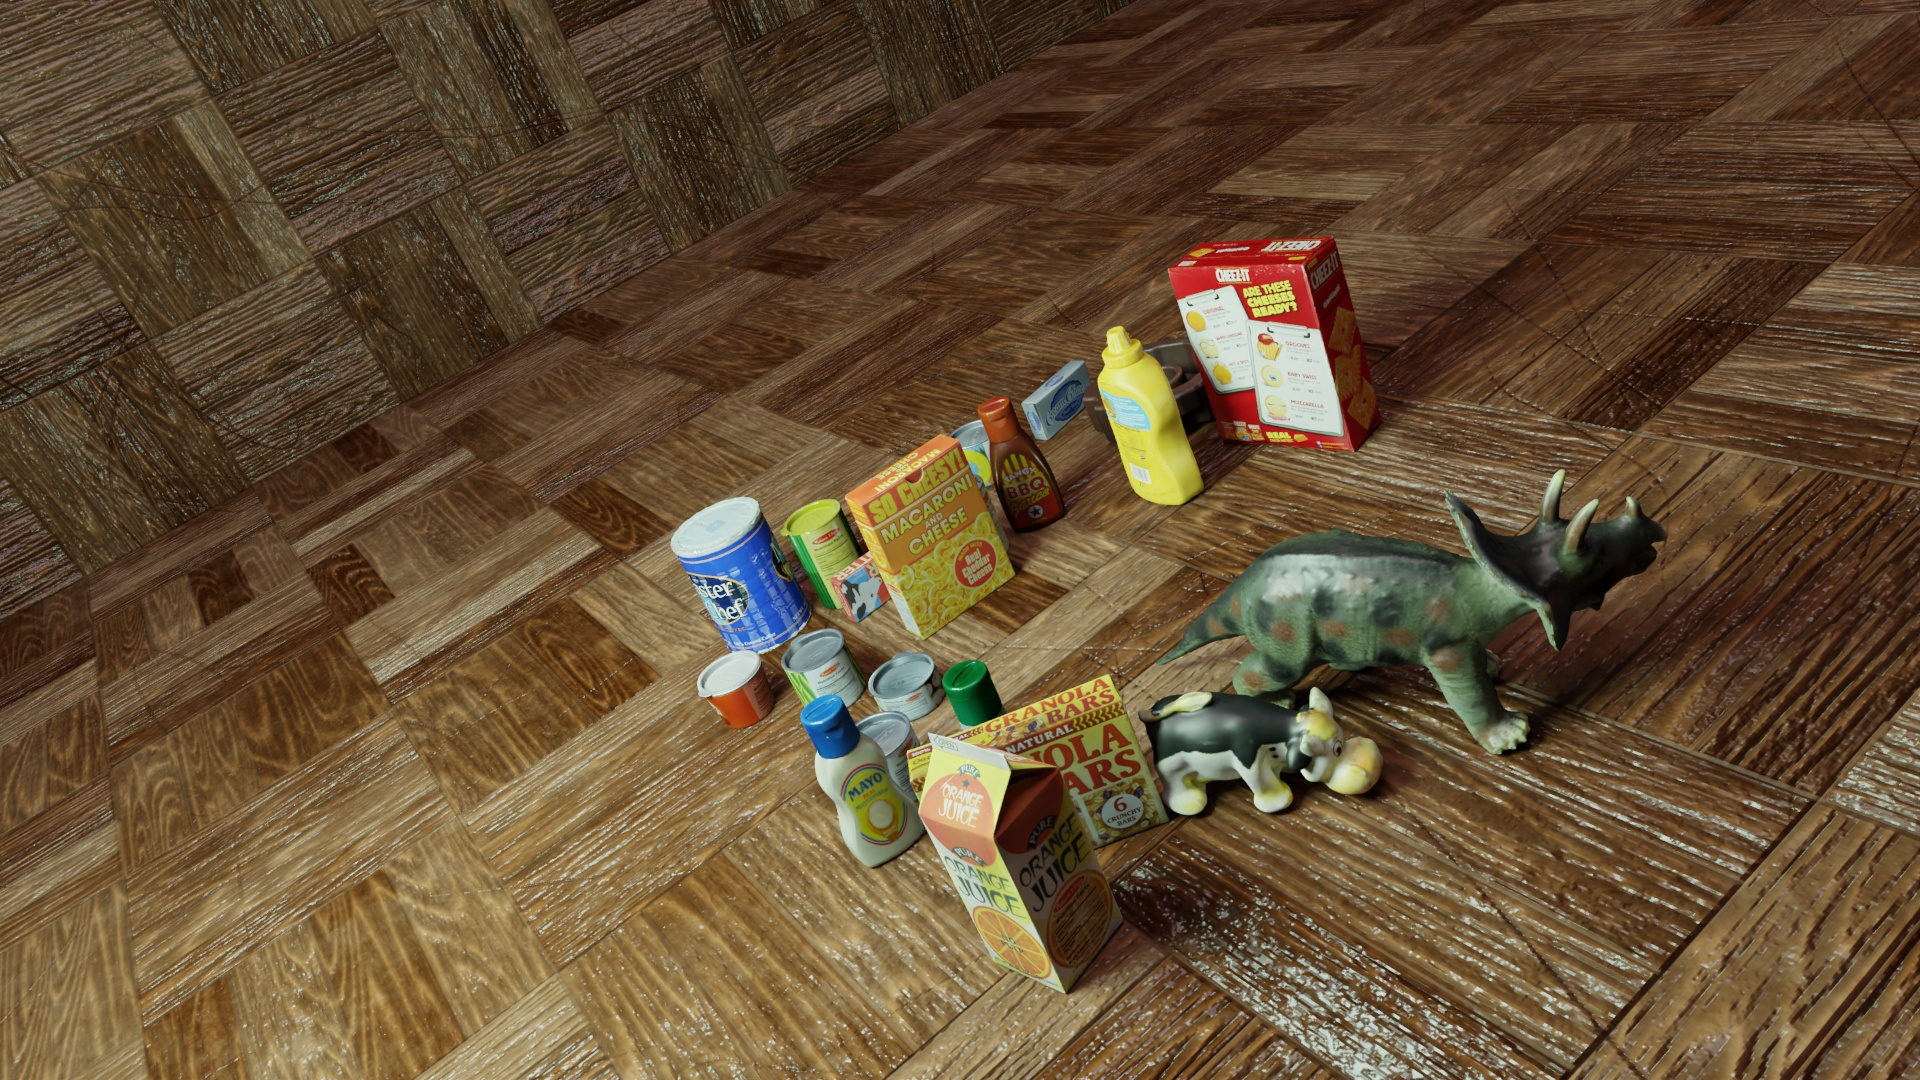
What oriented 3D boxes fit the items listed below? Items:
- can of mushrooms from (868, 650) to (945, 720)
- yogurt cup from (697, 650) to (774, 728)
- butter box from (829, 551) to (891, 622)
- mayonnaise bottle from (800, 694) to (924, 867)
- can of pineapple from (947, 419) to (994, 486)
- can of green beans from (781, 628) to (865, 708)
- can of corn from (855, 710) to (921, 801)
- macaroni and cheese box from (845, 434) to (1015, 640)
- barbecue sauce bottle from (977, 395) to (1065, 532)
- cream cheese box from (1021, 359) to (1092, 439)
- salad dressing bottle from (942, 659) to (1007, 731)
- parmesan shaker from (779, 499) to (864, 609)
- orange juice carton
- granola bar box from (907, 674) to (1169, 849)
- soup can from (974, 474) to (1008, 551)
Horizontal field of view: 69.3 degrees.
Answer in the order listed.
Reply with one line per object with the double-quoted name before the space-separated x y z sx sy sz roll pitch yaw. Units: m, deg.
"can of mushrooms" -0.049 0.137 1.304 0.071 0.033 0.071 -18 28 10
"yogurt cup" -0.221 0.150 1.386 0.072 0.053 0.073 -18 28 10
"butter box" -0.086 0.037 1.485 0.104 0.053 0.024 -37 30 -24
"mayonnaise bottle" -0.083 0.191 1.113 0.065 0.147 0.041 -32 29 -16
"can of pineapple" 0.022 -0.103 1.641 0.071 0.057 0.071 -18 28 10
"can of green beans" -0.133 0.129 1.354 0.071 0.057 0.071 -18 28 10
"can of corn" -0.065 0.190 1.198 0.071 0.058 0.071 -18 28 10
"macaroni and cheese box" -0.027 -0.003 1.390 0.124 0.165 0.040 -35 30 -21
"barbecue sauce bottle" 0.060 -0.082 1.482 0.065 0.148 0.044 -20 28 6
"cream cheese box" 0.121 -0.171 1.692 0.024 0.053 0.104 9 41 46
"salad dressing bottle" 0.028 0.161 1.084 0.044 0.147 0.064 5 39 42
"parmesan shaker" -0.144 0.017 1.509 0.071 0.102 0.071 -18 28 10
"orange juice carton" 0.037 0.209 0.946 0.072 0.192 0.073 8 41 45
"granola bar box" 0.058 0.185 1.044 0.165 0.123 0.039 -21 28 3
"soup can" 0.005 -0.019 1.480 0.071 0.083 0.072 -18 28 10
